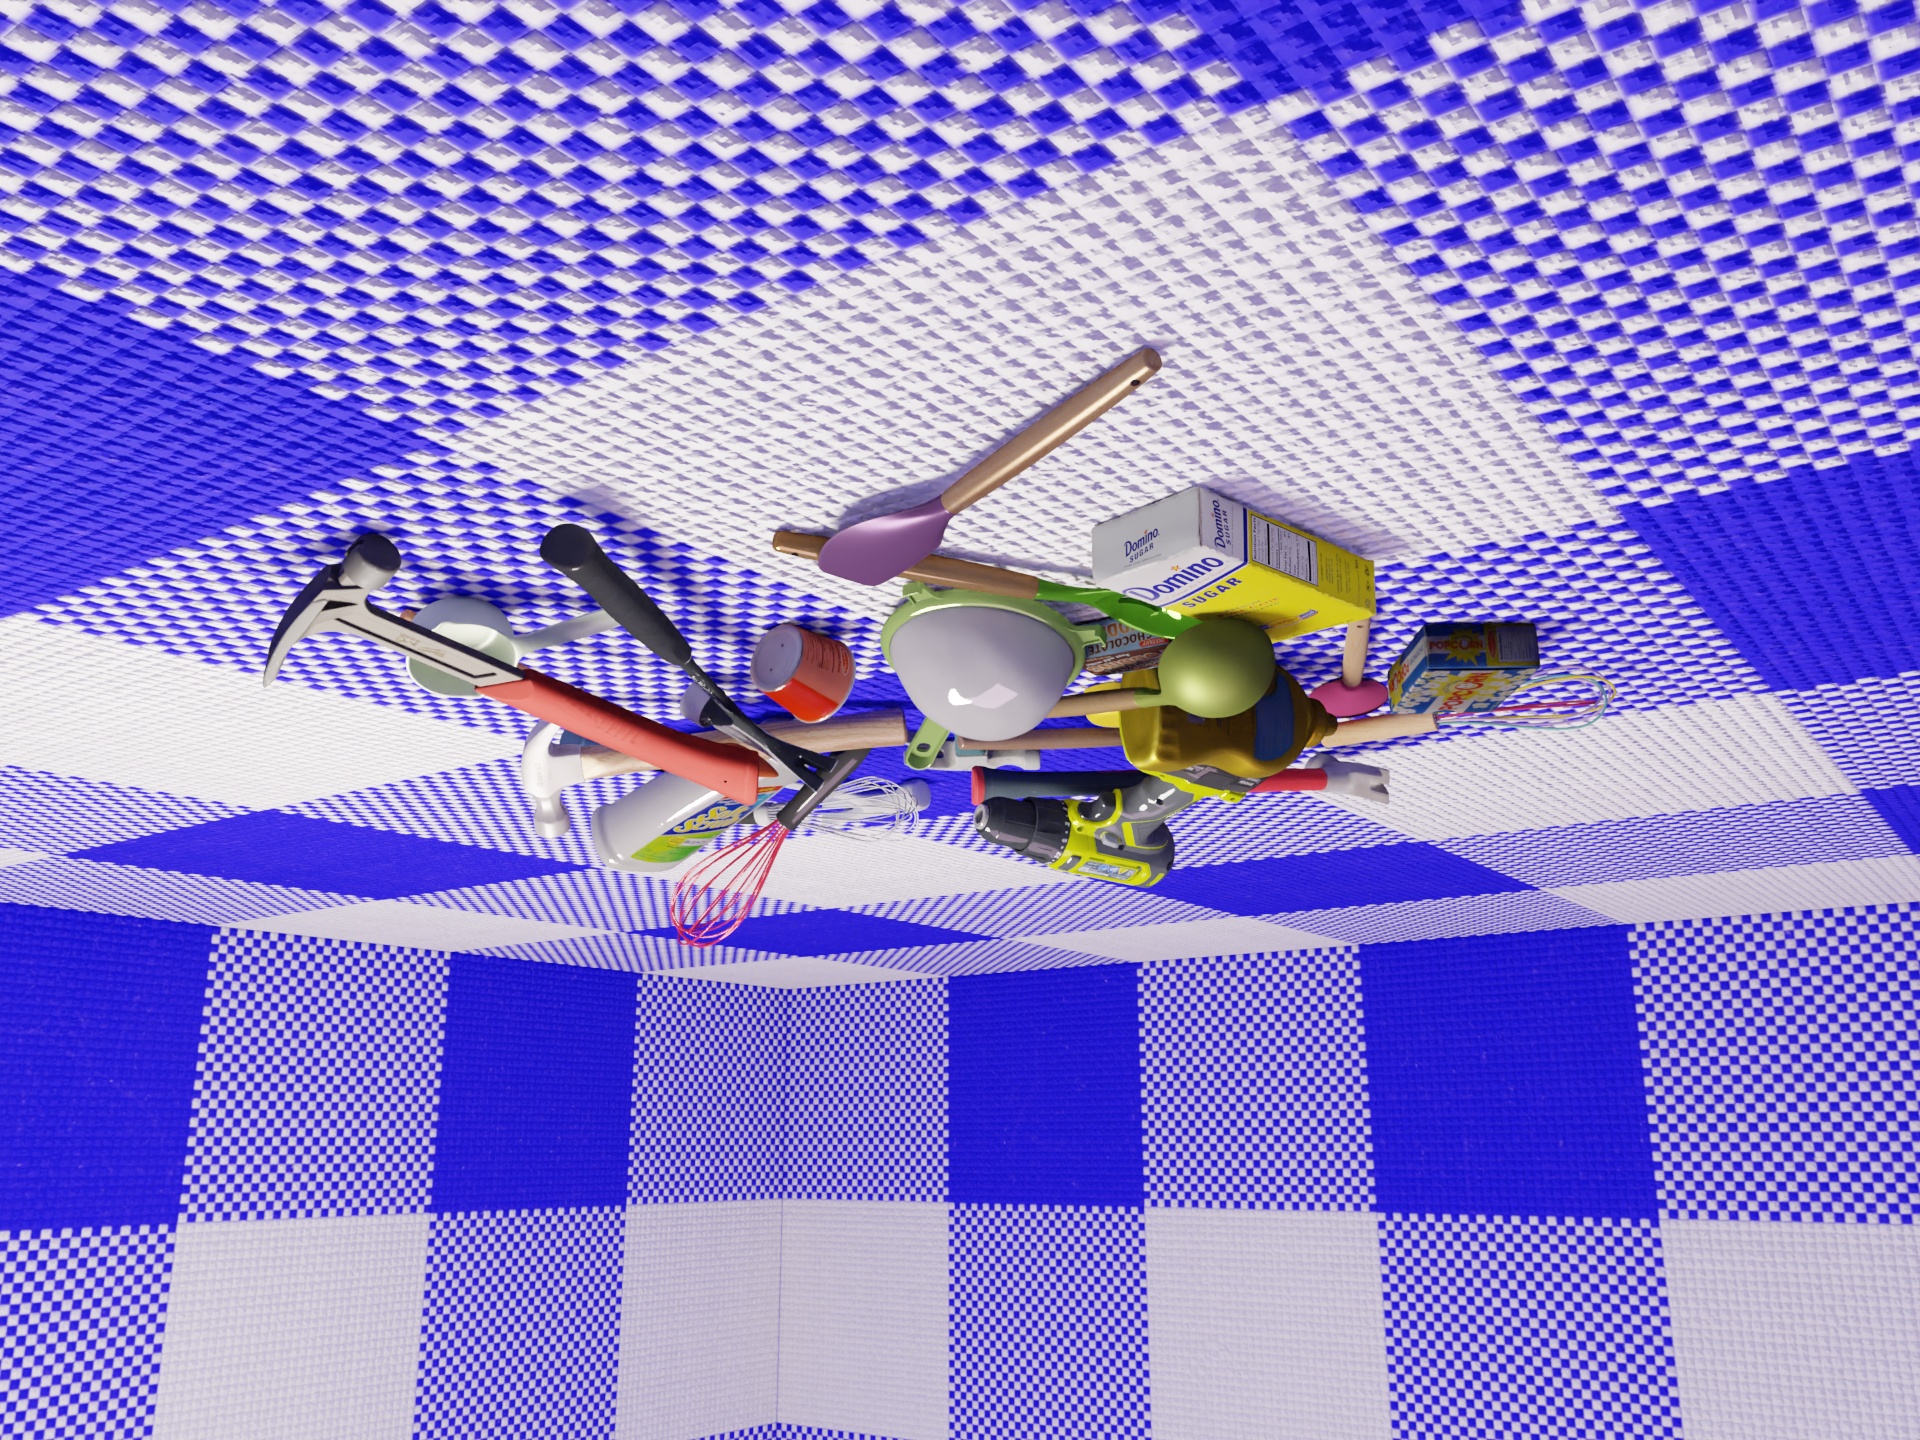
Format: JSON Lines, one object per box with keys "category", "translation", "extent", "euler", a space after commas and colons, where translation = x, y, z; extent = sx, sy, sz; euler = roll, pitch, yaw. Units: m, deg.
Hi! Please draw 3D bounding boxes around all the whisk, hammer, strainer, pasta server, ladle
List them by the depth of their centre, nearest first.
{"category": "hammer", "translation": [-0.195, -0.041, 1.127], "extent": [0.149, 0.036, 0.408], "euler": [30, 170, 17]}
{"category": "hammer", "translation": [-0.297, -0.010, 1.132], "extent": [0.358, 0.037, 0.149], "euler": [27, 130, -35]}
{"category": "ladle", "translation": [0.123, -0.028, 1.167], "extent": [0.078, 0.062, 0.320], "euler": [12, 173, -21]}
{"category": "strainer", "translation": [-0.002, -0.004, 1.195], "extent": [0.151, 0.069, 0.256], "euler": [13, 149, -12]}
{"category": "whisk", "translation": [0.426, -0.003, 1.348], "extent": [0.245, 0.051, 0.047], "euler": [-11, 169, 28]}
{"category": "hammer", "translation": [-0.211, 0.021, 1.377], "extent": [0.331, 0.130, 0.031], "euler": [-7, -150, -8]}
{"category": "hammer", "translation": [0.006, -0.005, 1.378], "extent": [0.128, 0.033, 0.330], "euler": [-2, 165, 2]}
{"category": "pasta server", "translation": [0.144, 0.022, 1.410], "extent": [0.316, 0.040, 0.060], "euler": [-1, -178, -23]}
{"category": "hammer", "translation": [0.202, 0.059, 1.482], "extent": [0.386, 0.038, 0.143], "euler": [-1, -176, -12]}
{"category": "whisk", "translation": [-0.178, 0.108, 1.502], "extent": [0.296, 0.073, 0.073], "euler": [-46, 146, 16]}
{"category": "whisk", "translation": [-0.164, 0.089, 1.560], "extent": [0.285, 0.070, 0.070], "euler": [-3, 166, 30]}
{"category": "hammer", "translation": [-0.221, 0.057, 1.601], "extent": [0.144, 0.035, 0.405], "euler": [-14, 159, 42]}

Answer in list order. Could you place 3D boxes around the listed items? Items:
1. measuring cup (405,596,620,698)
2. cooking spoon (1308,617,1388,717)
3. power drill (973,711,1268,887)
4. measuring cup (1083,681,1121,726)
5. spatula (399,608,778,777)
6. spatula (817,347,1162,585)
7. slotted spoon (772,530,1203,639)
{"category": "measuring cup", "translation": [-0.314, -0.068, 1.140], "extent": [0.167, 0.038, 0.083], "euler": [-17, 142, -8]}
{"category": "cooking spoon", "translation": [0.314, -0.040, 1.275], "extent": [0.069, 0.017, 0.318], "euler": [-3, 166, 11]}
{"category": "power drill", "translation": [0.138, 0.061, 1.366], "extent": [0.190, 0.080, 0.228], "euler": [14, 141, -25]}
{"category": "measuring cup", "translation": [0.176, -0.004, 1.384], "extent": [0.156, 0.029, 0.062], "euler": [11, 161, -29]}
{"category": "spatula", "translation": [-0.286, -0.016, 1.241], "extent": [0.322, 0.041, 0.081], "euler": [31, -179, -35]}
{"category": "spatula", "translation": [0.007, -0.134, 0.898], "extent": [0.059, 0.018, 0.316], "euler": [16, 156, -30]}
{"category": "slotted spoon", "translation": [0.027, -0.094, 1.059], "extent": [0.313, 0.031, 0.070], "euler": [8, 163, -22]}
